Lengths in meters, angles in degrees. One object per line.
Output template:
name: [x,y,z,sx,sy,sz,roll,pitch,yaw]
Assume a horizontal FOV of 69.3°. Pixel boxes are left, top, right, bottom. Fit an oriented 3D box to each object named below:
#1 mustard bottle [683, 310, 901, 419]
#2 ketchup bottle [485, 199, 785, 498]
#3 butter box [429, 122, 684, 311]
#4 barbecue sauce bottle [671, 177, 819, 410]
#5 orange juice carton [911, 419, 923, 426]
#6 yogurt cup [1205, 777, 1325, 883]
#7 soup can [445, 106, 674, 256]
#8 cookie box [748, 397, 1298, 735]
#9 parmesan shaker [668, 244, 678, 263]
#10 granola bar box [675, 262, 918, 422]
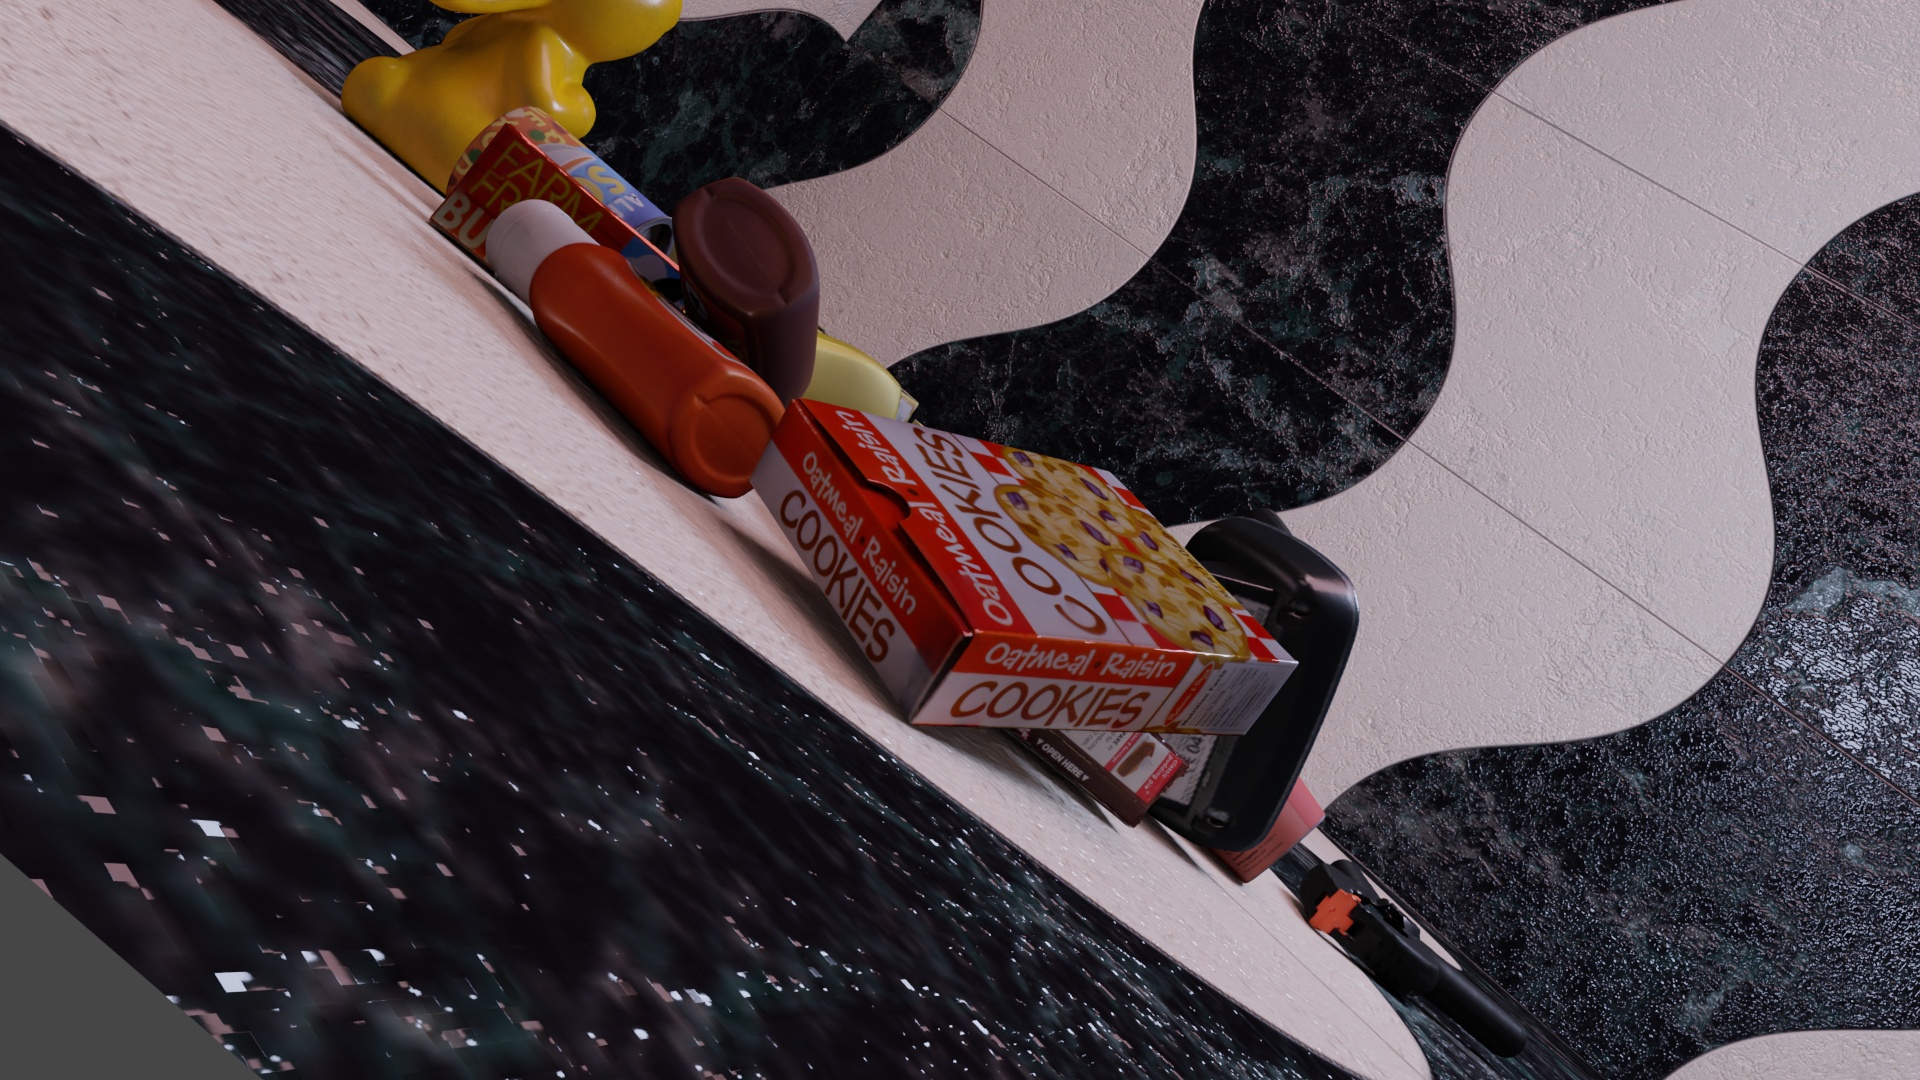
mustard bottle: [-0.105,-0.081,0.660,0.160,0.065,0.049,21,2,-36]
ketchup bottle: [-0.125,-0.076,0.513,0.149,0.043,0.064,41,-7,31]
butter box: [-0.166,-0.121,0.587,0.103,0.053,0.024,40,0,-13]
barbecue sauce bottle: [-0.085,-0.077,0.559,0.065,0.044,0.148,55,-19,15]
orange juice carton: [0.003,-0.012,1.046,0.071,0.073,0.193,40,3,-38]
yogurt cup: [0.149,0.138,0.711,0.054,0.072,0.072,50,4,16]
soup can: [-0.186,-0.151,0.648,0.084,0.071,0.071,40,2,2]
cookie box: [0.024,0.011,0.488,0.167,0.040,0.123,9,31,-43]
parmesan shaker: [-0.205,-0.185,0.938,0.071,0.071,0.103,41,2,-3]
granola bar box: [-0.116,-0.106,0.781,0.124,0.039,0.165,35,-8,-36]
